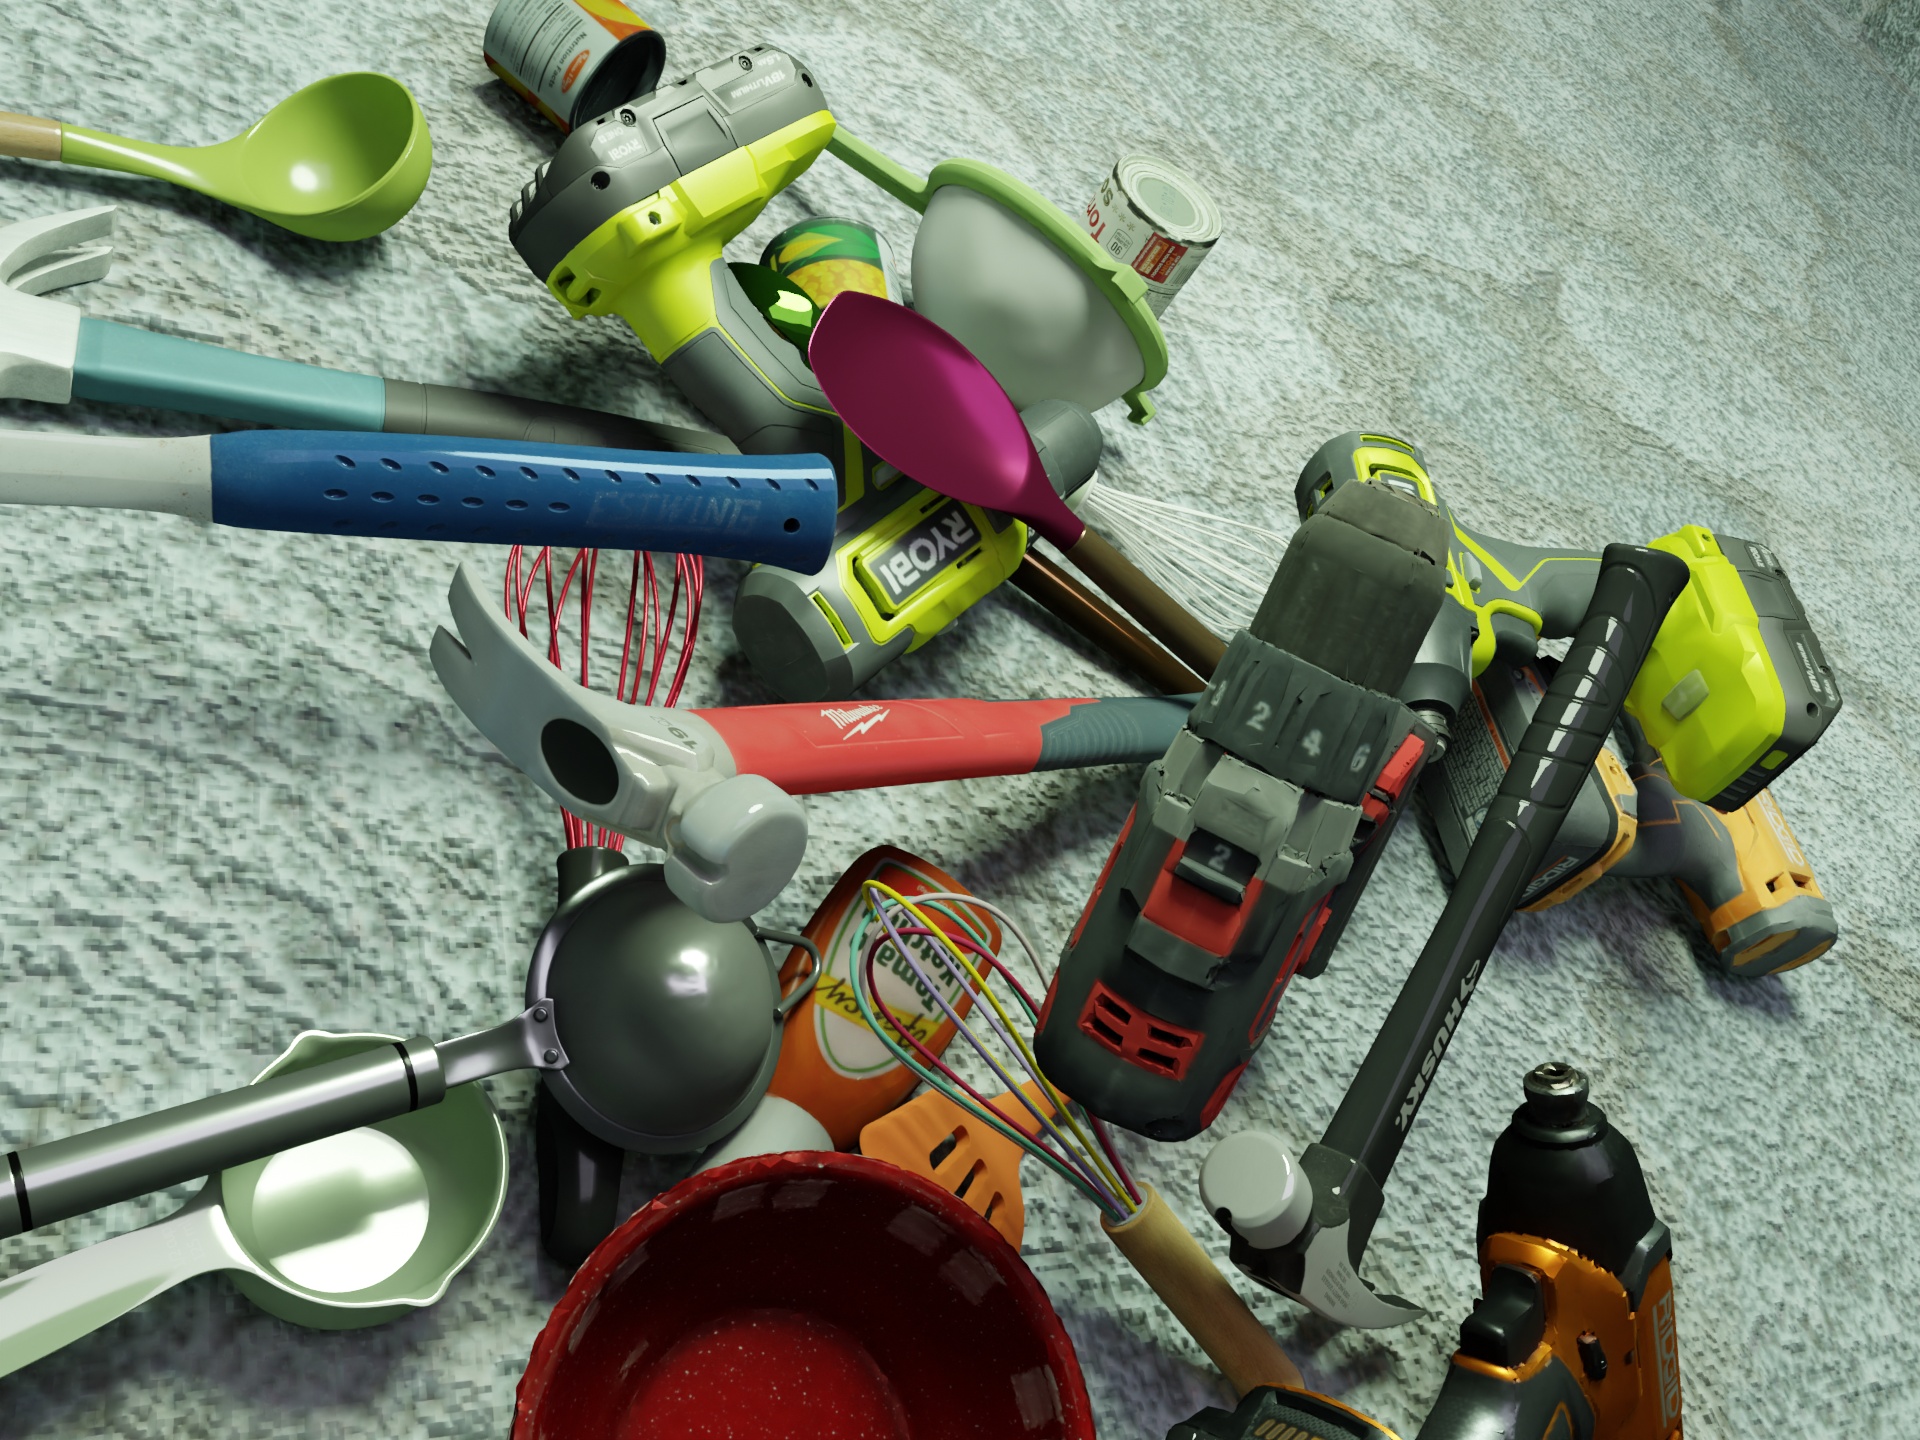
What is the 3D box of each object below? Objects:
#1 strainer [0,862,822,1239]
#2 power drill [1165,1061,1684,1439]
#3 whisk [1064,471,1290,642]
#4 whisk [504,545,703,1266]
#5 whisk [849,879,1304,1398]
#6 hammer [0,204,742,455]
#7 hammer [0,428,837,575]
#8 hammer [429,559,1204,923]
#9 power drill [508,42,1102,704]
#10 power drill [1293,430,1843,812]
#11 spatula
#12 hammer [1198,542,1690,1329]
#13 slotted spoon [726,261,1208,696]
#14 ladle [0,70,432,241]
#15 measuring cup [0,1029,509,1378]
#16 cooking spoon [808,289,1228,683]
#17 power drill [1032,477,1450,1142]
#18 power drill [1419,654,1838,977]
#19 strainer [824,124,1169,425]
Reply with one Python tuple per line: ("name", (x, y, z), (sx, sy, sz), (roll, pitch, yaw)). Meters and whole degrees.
("strainer", (-0.138, 0.094, 0.429), (0.258, 0.050, 0.087), (-12, 81, -34))
("power drill", (0.160, 0.219, 0.507), (0.226, 0.084, 0.164), (-20, 106, -41))
("whisk", (0.068, -0.108, 0.781), (0.246, 0.058, 0.059), (29, 11, -7))
("whisk", (-0.122, 0.030, 0.533), (0.073, 0.073, 0.296), (12, 56, -26))
("whisk", (0.043, 0.144, 0.511), (0.244, 0.047, 0.051), (53, 40, -17))
("hammer", (-0.208, -0.115, 0.608), (0.330, 0.033, 0.128), (6, 54, -30))
("hammer", (-0.230, -0.077, 0.463), (0.405, 0.144, 0.035), (0, 17, -26))
("hammer", (-0.001, -0.002, 0.582), (0.143, 0.038, 0.386), (35, 21, 29))
("power drill", (-0.052, -0.143, 0.642), (0.190, 0.080, 0.228), (-41, 102, -32))
("power drill", (0.266, -0.037, 0.715), (0.223, 0.080, 0.171), (11, 49, -14))
("spatula", (0.073, 0.114, 0.605), (0.322, 0.041, 0.081), (-29, 91, -45))
("hammer", (0.197, 0.066, 0.591), (0.335, 0.035, 0.146), (-56, 137, -20))
("slotted spoon", (0.001, -0.093, 0.719), (0.313, 0.070, 0.031), (36, 20, -11))
("ladle", (-0.360, -0.226, 0.582), (0.320, 0.062, 0.078), (-1, 57, -31))
("measuring cup", (-0.200, 0.140, 0.409), (0.167, 0.038, 0.083), (-20, 68, -39))
("cooking spoon", (0.063, -0.059, 0.650), (0.318, 0.017, 0.069), (38, 57, -24))
("power drill", (0.103, 0.020, 0.512), (0.080, 0.188, 0.226), (26, 10, 14))
("power drill", (0.338, 0.029, 0.823), (0.226, 0.084, 0.186), (15, 47, -28))
("strainer", (-0.016, -0.226, 0.787), (0.256, 0.151, 0.069), (38, 85, 14))
